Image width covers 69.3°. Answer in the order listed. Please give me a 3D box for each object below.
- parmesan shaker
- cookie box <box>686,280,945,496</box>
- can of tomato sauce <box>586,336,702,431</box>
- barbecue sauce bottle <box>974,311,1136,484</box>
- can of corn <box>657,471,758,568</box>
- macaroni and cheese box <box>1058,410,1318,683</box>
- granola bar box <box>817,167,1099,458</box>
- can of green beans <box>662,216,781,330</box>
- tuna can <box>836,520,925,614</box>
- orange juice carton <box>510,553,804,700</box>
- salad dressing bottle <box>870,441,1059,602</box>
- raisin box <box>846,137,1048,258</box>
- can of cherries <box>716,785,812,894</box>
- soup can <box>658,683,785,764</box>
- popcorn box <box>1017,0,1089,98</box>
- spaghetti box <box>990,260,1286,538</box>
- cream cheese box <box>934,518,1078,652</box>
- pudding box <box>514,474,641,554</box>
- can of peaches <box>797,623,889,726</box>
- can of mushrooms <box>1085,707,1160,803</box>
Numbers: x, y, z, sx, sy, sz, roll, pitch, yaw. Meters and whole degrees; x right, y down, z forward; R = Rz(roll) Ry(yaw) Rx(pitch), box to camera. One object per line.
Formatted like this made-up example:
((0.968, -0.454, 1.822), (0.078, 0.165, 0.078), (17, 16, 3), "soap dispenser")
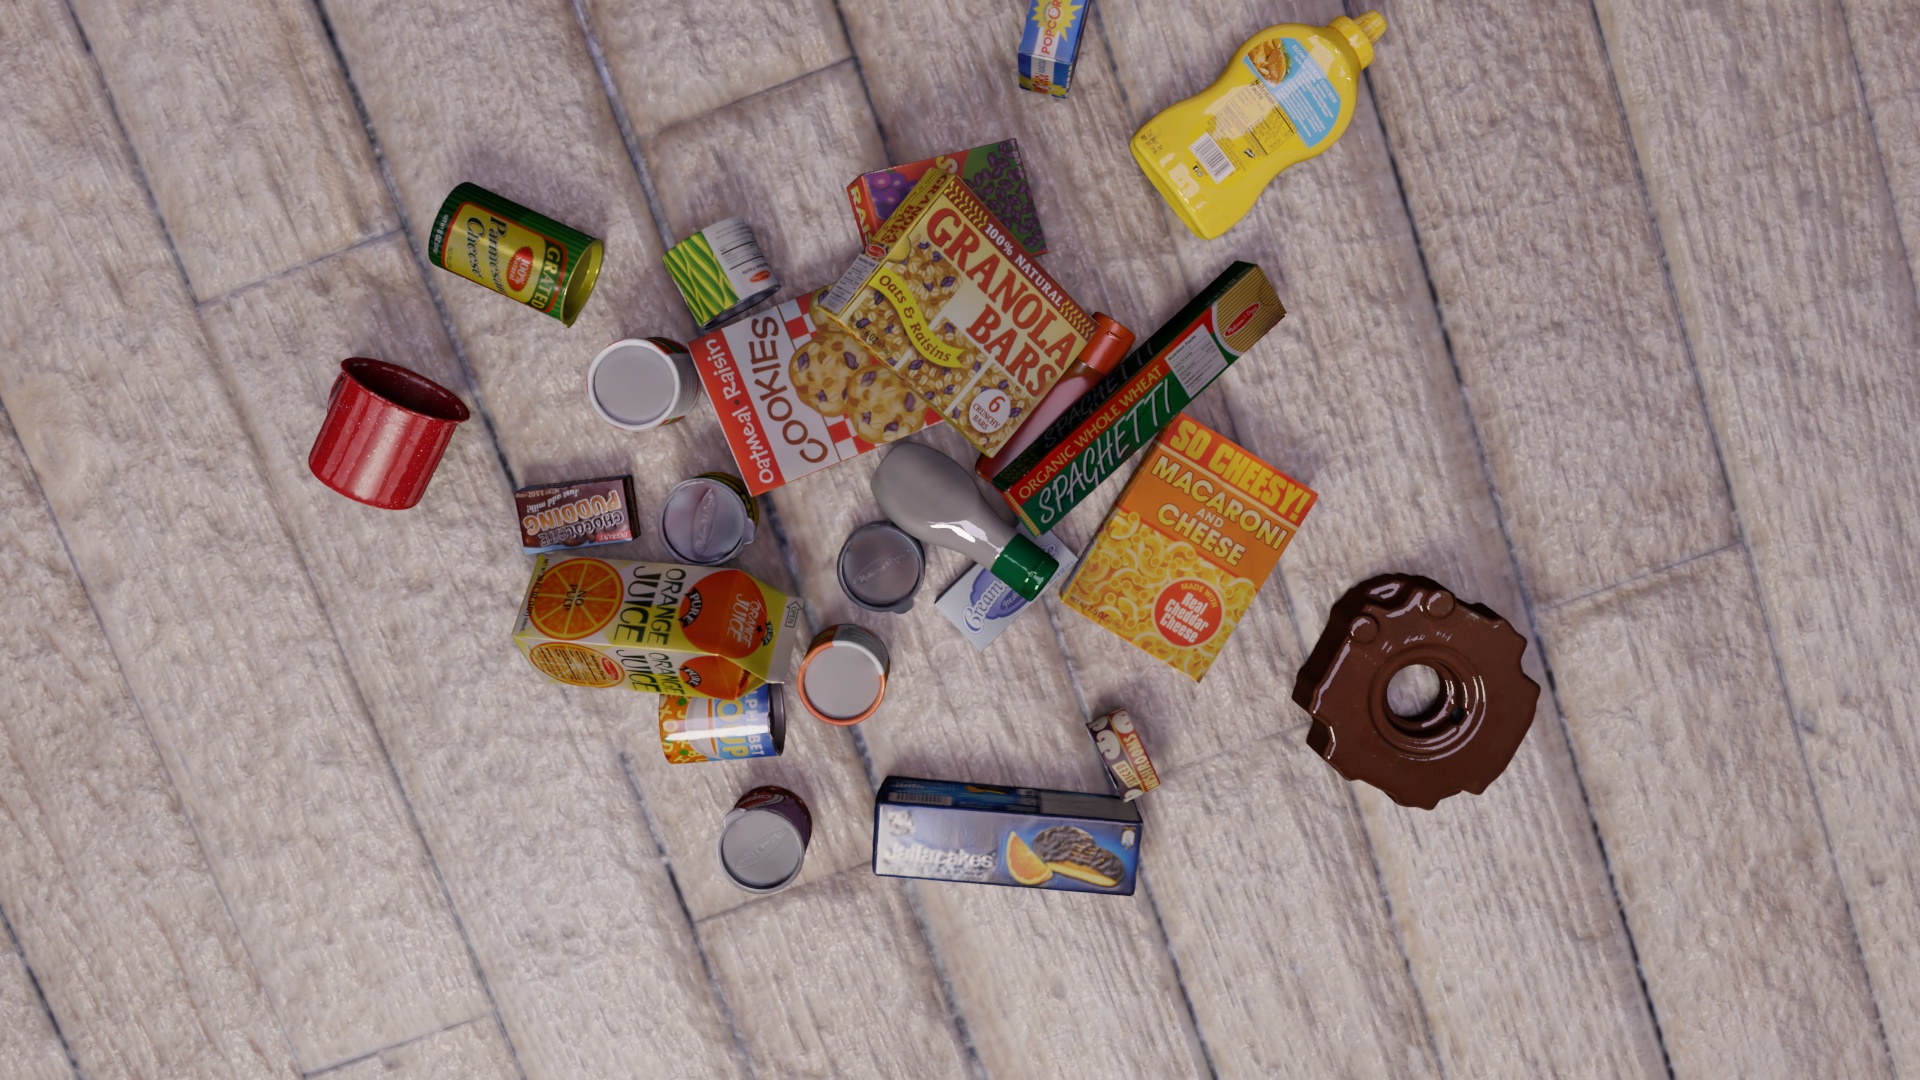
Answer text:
((-0.319, -0.204, 0.997), (0.103, 0.071, 0.071), (23, 97, -3), "parmesan shaker")
((-0.100, -0.120, 1.023), (0.167, 0.040, 0.122), (-22, 98, 1), "cookie box")
((-0.228, -0.113, 1.000), (0.071, 0.083, 0.071), (0, 98, -1), "can of tomato sauce")
((0.074, -0.097, 1.025), (0.065, 0.044, 0.148), (32, 96, -11), "barbecue sauce bottle")
((-0.183, -0.016, 1.027), (0.071, 0.058, 0.071), (0, 98, 0), "can of corn")
((0.169, 0.003, 1.041), (0.124, 0.040, 0.166), (31, 97, -4), "macaroni and cheese box")
((0.003, -0.154, 0.959), (0.165, 0.039, 0.124), (39, 89, -35), "granola bar box")
((-0.172, -0.192, 0.998), (0.071, 0.071, 0.057), (-28, 97, 4), "can of green beans")
((-0.058, 0.021, 1.045), (0.071, 0.033, 0.071), (0, 98, 0), "tuna can")
((-0.214, 0.064, 1.006), (0.193, 0.072, 0.072), (4, 57, 6), "orange juice carton")
((0.004, -0.013, 1.018), (0.148, 0.043, 0.064), (37, 67, 9), "salad dressing bottle")
((-0.009, -0.228, 0.985), (0.124, 0.040, 0.086), (-19, 98, -20), "raisin box")
((-0.150, 0.225, 1.061), (0.071, 0.058, 0.071), (0, 99, 1), "can of cherries")
((-0.178, 0.133, 1.041), (0.084, 0.071, 0.071), (-5, 98, 1), "soup can")
((0.067, -0.357, 0.946), (0.038, 0.127, 0.085), (13, 98, 1), "popcorn box")
((0.129, -0.103, 1.001), (0.250, 0.029, 0.050), (-42, 120, -5), "spaghetti box")
((0.034, 0.030, 1.052), (0.103, 0.024, 0.053), (-44, 95, 5), "cream cheese box")
((-0.286, -0.019, 1.040), (0.084, 0.030, 0.049), (-6, 99, 1), "pudding box")
((-0.088, 0.103, 1.044), (0.071, 0.058, 0.071), (0, 98, -1), "can of peaches")
((0.123, 0.162, 1.047), (0.033, 0.071, 0.071), (-25, 98, 2), "can of mushrooms")
